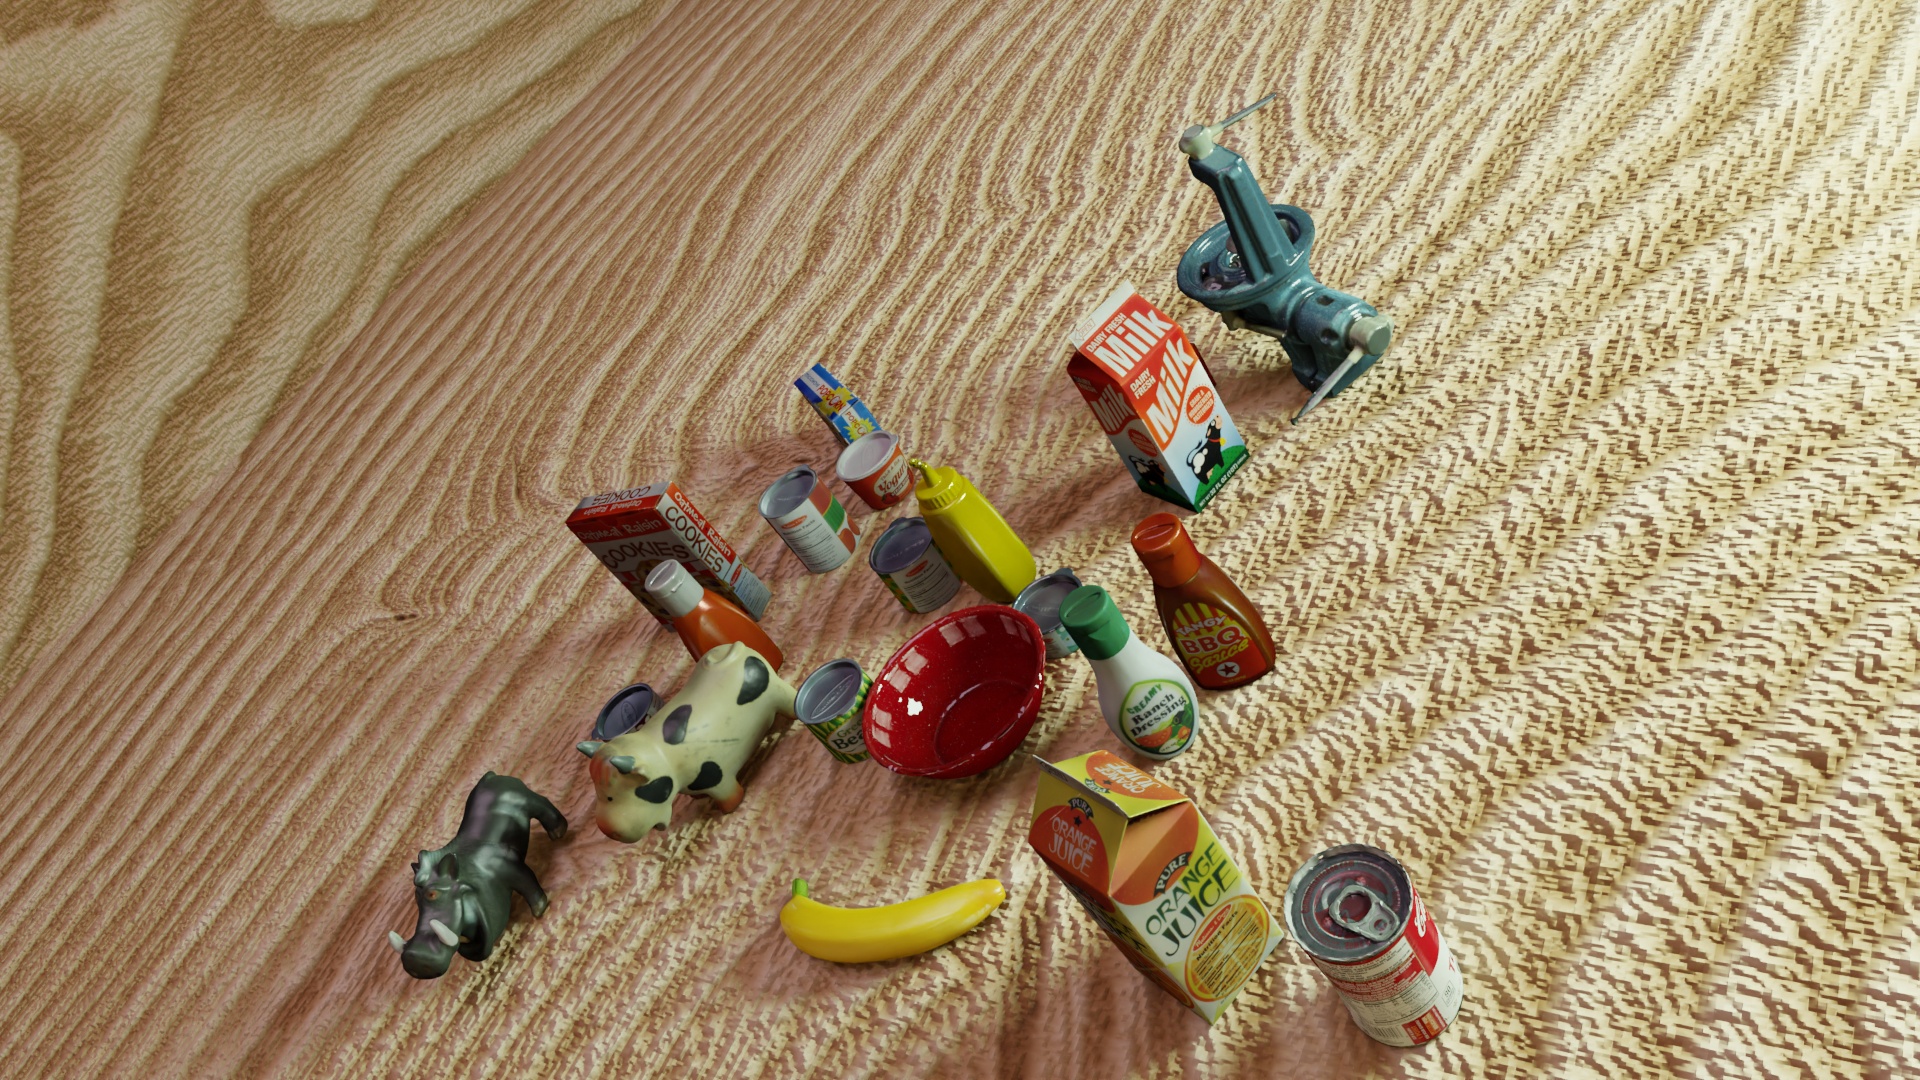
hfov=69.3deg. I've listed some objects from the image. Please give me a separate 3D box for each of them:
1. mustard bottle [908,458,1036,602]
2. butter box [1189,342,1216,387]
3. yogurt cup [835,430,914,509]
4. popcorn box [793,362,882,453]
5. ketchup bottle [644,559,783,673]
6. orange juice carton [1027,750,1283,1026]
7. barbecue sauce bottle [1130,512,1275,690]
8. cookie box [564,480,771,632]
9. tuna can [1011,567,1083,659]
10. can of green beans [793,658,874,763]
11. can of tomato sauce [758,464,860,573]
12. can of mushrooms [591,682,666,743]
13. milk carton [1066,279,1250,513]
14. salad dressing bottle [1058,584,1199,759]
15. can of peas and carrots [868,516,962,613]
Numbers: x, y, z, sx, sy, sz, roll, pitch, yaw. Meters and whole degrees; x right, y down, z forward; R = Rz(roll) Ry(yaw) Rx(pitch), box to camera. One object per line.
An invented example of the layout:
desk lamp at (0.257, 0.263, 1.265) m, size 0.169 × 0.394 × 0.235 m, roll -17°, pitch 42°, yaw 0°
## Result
mustard bottle at (0.004, -0.014, 1.151) m, size 0.065 × 0.159 × 0.049 m, roll 11°, pitch 56°, yaw 46°
butter box at (0.178, -0.157, 1.264) m, size 0.103 × 0.053 × 0.024 m, roll 16°, pitch 59°, yaw 48°
yogurt cup at (-0.082, -0.067, 1.376) m, size 0.072 × 0.053 × 0.073 m, roll -22°, pitch 37°, yaw 18°
popcorn box at (-0.119, -0.127, 1.449) m, size 0.038 × 0.085 × 0.127 m, roll -39°, pitch 35°, yaw -4°
ketchup bottle at (-0.222, 0.078, 1.242) m, size 0.065 × 0.148 × 0.043 m, roll -49°, pitch 37°, yaw -17°
orange juice carton at (0.107, 0.191, 0.799) m, size 0.073 × 0.192 × 0.072 m, roll -47°, pitch 36°, yaw -15°
barbecue sauce bottle at (0.164, 0.042, 0.962) m, size 0.065 × 0.148 × 0.044 m, roll -19°, pitch 38°, yaw 23°
cookie box at (-0.281, 0.019, 1.343) m, size 0.123 × 0.167 × 0.040 m, roll -9°, pitch 43°, yaw 33°
tuna can at (0.077, 0.059, 1.116) m, size 0.071 × 0.032 × 0.071 m, roll -22°, pitch 37°, yaw 18°
can of green beans at (-0.094, 0.140, 1.142) m, size 0.071 × 0.057 × 0.071 m, roll -22°, pitch 37°, yaw 18°
can of tomato sauce at (-0.145, -0.020, 1.349) m, size 0.071 × 0.083 × 0.071 m, roll -23°, pitch 37°, yaw 18°
can of mushrooms at (-0.309, 0.171, 1.307) m, size 0.071 × 0.033 × 0.071 m, roll -22°, pitch 37°, yaw 18°
milk carton at (0.152, -0.117, 1.120) m, size 0.072 × 0.190 × 0.073 m, roll -46°, pitch 36°, yaw -14°
salad dressing bottle at (0.114, 0.090, 0.948) m, size 0.064 × 0.147 × 0.044 m, roll -35°, pitch 35°, yaw 2°
can of peas and carrots at (-0.039, 0.021, 1.234) m, size 0.071 × 0.058 × 0.071 m, roll -22°, pitch 37°, yaw 18°
